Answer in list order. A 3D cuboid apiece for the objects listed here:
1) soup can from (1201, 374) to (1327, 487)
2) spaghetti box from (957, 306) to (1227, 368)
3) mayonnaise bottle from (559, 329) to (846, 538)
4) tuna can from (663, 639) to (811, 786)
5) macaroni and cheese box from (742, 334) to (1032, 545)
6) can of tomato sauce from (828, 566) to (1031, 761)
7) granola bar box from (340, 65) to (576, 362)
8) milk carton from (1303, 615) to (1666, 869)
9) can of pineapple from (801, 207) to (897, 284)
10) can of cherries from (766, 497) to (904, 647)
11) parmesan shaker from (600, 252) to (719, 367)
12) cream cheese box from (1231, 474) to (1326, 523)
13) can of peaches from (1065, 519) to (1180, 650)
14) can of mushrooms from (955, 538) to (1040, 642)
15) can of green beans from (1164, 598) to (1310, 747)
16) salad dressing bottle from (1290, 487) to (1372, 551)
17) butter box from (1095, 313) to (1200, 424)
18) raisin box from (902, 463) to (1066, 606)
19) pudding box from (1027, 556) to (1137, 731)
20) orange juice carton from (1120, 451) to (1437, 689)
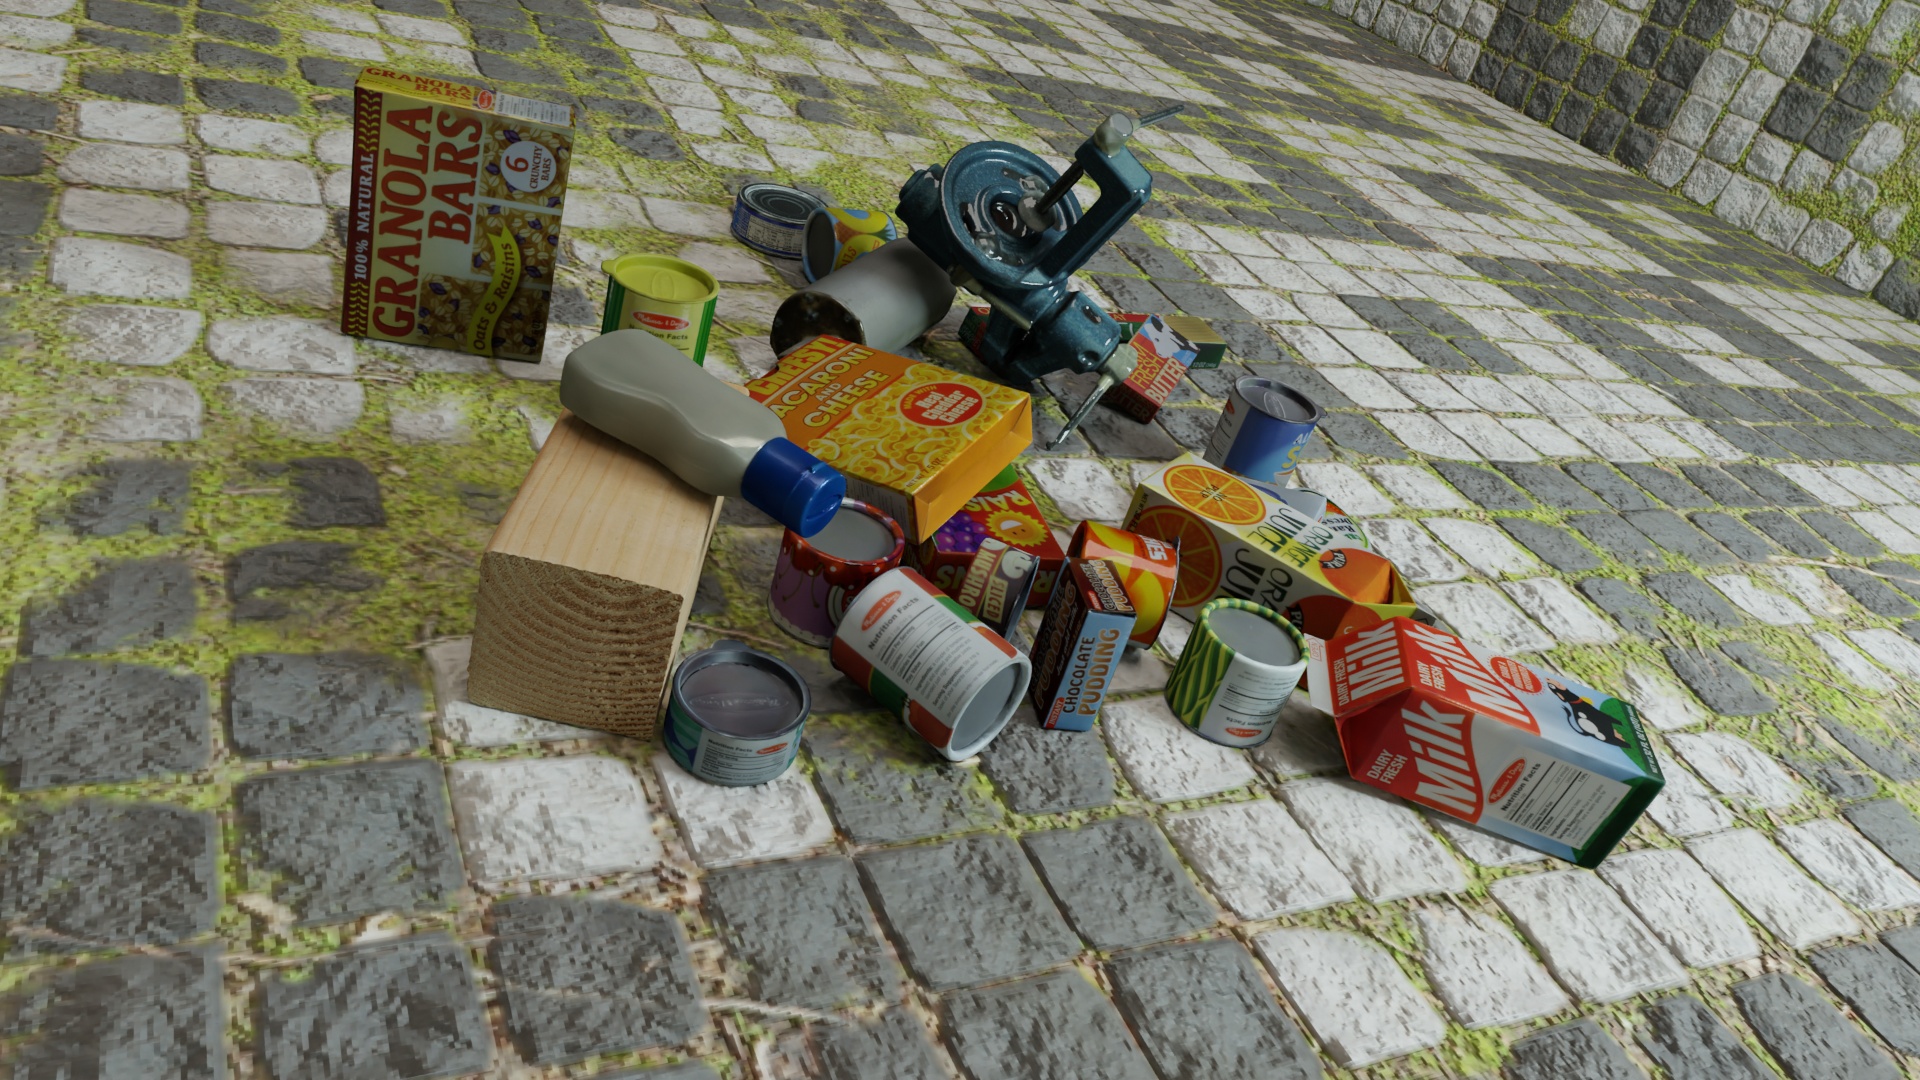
[{"bbox_3d":[0.220,-0.069,1.023,0.071,0.083,0.072,14,32,-8],"label":"soup can"},{"bbox_3d":[0.117,-0.171,1.183,0.251,0.028,0.050,-3,38,-31],"label":"spaghetti box"},{"bbox_3d":[-0.125,-0.053,0.686,0.148,0.041,0.065,32,34,18],"label":"mayonnaise bottle"},{"bbox_3d":[-0.108,0.082,0.665,0.071,0.032,0.071,14,32,-8],"label":"tuna can"},{"bbox_3d":[-0.058,-0.069,0.858,0.166,0.040,0.124,20,44,29],"label":"macaroni and cheese box"},{"bbox_3d":[-0.014,0.064,0.713,0.083,0.070,0.071,36,35,26],"label":"can of tomato sauce"},{"bbox_3d":[-0.315,-0.198,0.869,0.124,0.164,0.039,7,34,-19],"label":"granola bar box"},{"bbox_3d":[0.284,0.106,0.786,0.191,0.073,0.073,21,31,-2],"label":"milk carton"},{"bbox_3d":[-0.091,-0.239,1.145,0.058,0.070,0.071,-5,38,-32],"label":"can of pineapple"},{"bbox_3d":[-0.066,0.018,0.762,0.071,0.058,0.072,13,31,-8],"label":"can of cherries"},{"bbox_3d":[-0.195,-0.119,0.866,0.071,0.102,0.072,14,31,-9],"label":"parmesan shaker"},{"bbox_3d":[0.191,-0.018,0.946,0.104,0.024,0.054,16,48,27],"label":"cream cheese box"},{"bbox_3d":[0.092,0.024,0.825,0.058,0.071,0.071,15,31,-3],"label":"can of peaches"},{"bbox_3d":[0.018,0.034,0.771,0.033,0.070,0.071,22,31,7],"label":"can of mushrooms"},{"bbox_3d":[0.157,0.074,0.791,0.071,0.057,0.071,14,31,-8],"label":"can of green beans"},{"bbox_3d":[0.260,0.022,0.940,0.064,0.043,0.148,-5,38,-20],"label":"salad dressing bottle"},{"bbox_3d":[0.153,-0.140,1.131,0.053,0.024,0.104,36,44,2],"label":"butter box"},{"bbox_3d":[0.003,-0.011,0.863,0.086,0.039,0.124,4,33,-23],"label":"raisin box"},{"bbox_3d":[0.063,0.056,0.747,0.030,0.083,0.050,7,33,-17],"label":"pudding box"},{"bbox_3d":[0.197,0.026,0.874,0.193,0.071,0.073,31,34,21],"label":"orange juice carton"}]
